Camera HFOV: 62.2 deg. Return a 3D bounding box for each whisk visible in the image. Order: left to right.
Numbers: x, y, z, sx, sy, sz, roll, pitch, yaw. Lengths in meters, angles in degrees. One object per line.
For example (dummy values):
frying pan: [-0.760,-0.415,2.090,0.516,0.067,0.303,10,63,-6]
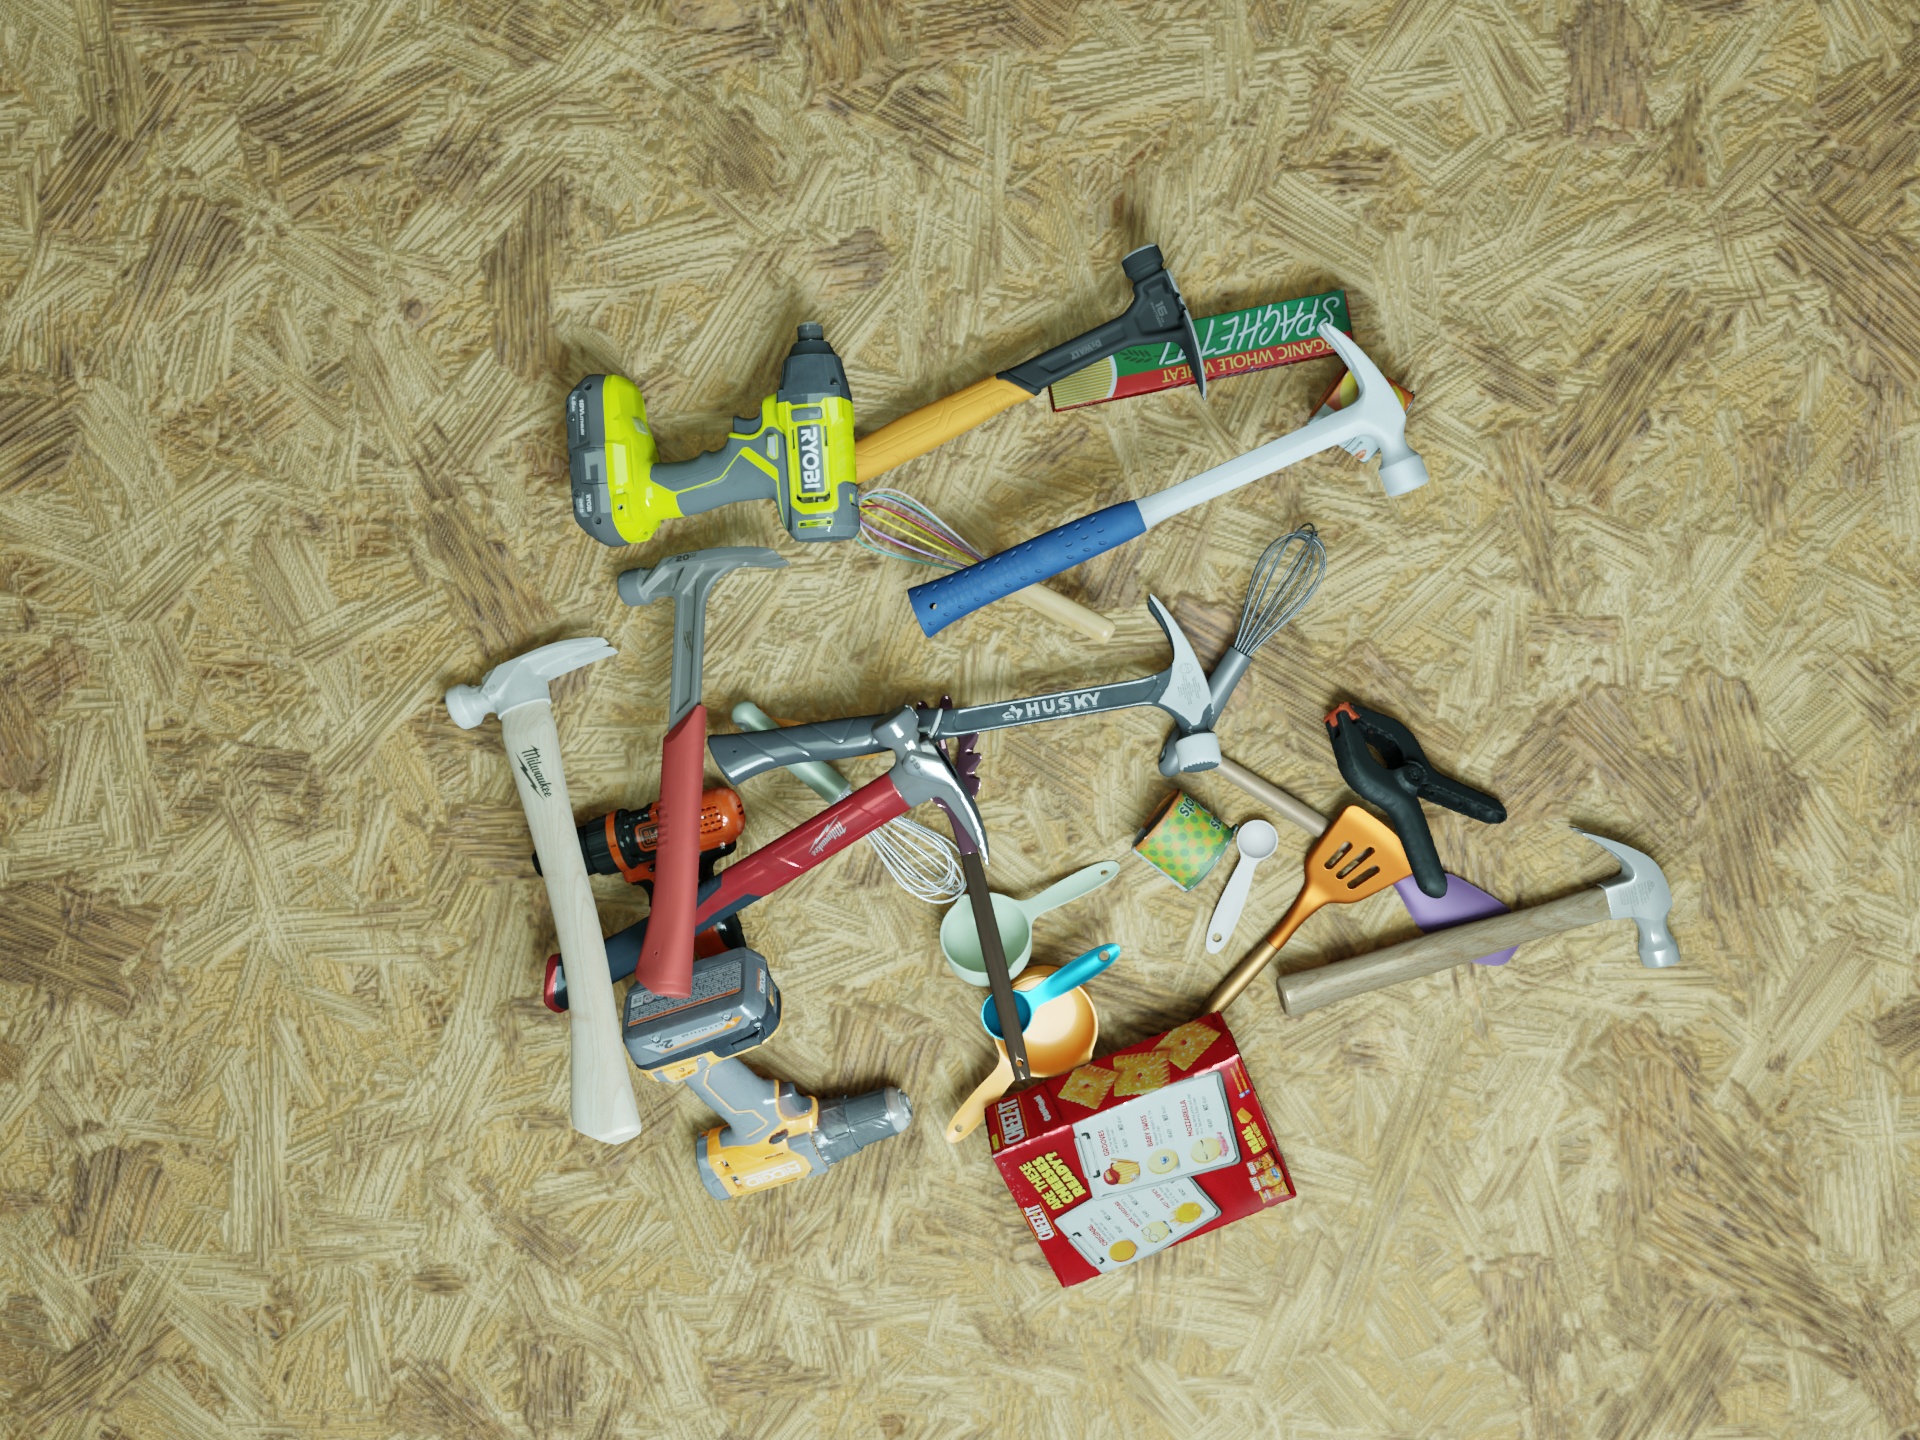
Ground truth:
whisk: [-0.093,0.066,1.328,0.246,0.057,0.059,40,61,-2]
whisk: [0.013,-0.124,1.289,0.245,0.047,0.051,28,76,8]
whisk: [0.228,-0.056,1.308,0.055,0.055,0.239,30,100,-1]

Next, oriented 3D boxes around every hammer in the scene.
hammer: [-0.303,0.127,1.259,0.146,0.038,0.411,-21,67,6]
hammer: [-0.212,0.037,1.258,0.149,0.036,0.359,-6,73,21]
hammer: [-0.165,0.143,1.279,0.386,0.038,0.143,-31,103,10]
hammer: [-0.002,-0.004,1.291,0.409,0.036,0.149,-9,74,0]
hammer: [0.028,-0.253,1.278,0.337,0.034,0.127,-23,91,12]
hammer: [0.148,-0.170,1.238,0.405,0.035,0.144,-23,95,5]
hammer: [0.422,0.180,1.312,0.331,0.031,0.130,-16,96,-1]

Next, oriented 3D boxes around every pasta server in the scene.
pasta server: [0.013,0.134,1.291,0.060,0.040,0.316,-13,74,-2]

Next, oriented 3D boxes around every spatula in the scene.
spatula: [0.246,0.207,1.332,0.081,0.041,0.322,41,97,-3]
spatula: [0.332,0.111,1.330,0.316,0.018,0.060,32,95,-2]

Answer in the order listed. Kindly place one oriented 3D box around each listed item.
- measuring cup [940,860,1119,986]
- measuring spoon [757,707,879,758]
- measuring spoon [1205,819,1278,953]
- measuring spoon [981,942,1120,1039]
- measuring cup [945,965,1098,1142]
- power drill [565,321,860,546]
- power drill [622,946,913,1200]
measuring cup: [0.062,0.166,1.336,0.167,0.038,0.083,-26,55,-14]
measuring spoon: [-0.125,0.011,1.345,0.117,0.011,0.021,16,104,-3]
measuring spoon: [0.233,0.139,1.342,0.034,0.018,0.124,20,103,1]
measuring spoon: [0.074,0.217,1.303,0.128,0.021,0.042,-30,94,-5]
measuring cup: [0.045,0.282,1.342,0.095,0.052,0.173,39,98,-2]
power drill: [-0.195,-0.224,1.276,0.223,0.080,0.171,-4,91,10]
power drill: [-0.155,0.292,1.303,0.185,0.084,0.226,-18,124,6]
